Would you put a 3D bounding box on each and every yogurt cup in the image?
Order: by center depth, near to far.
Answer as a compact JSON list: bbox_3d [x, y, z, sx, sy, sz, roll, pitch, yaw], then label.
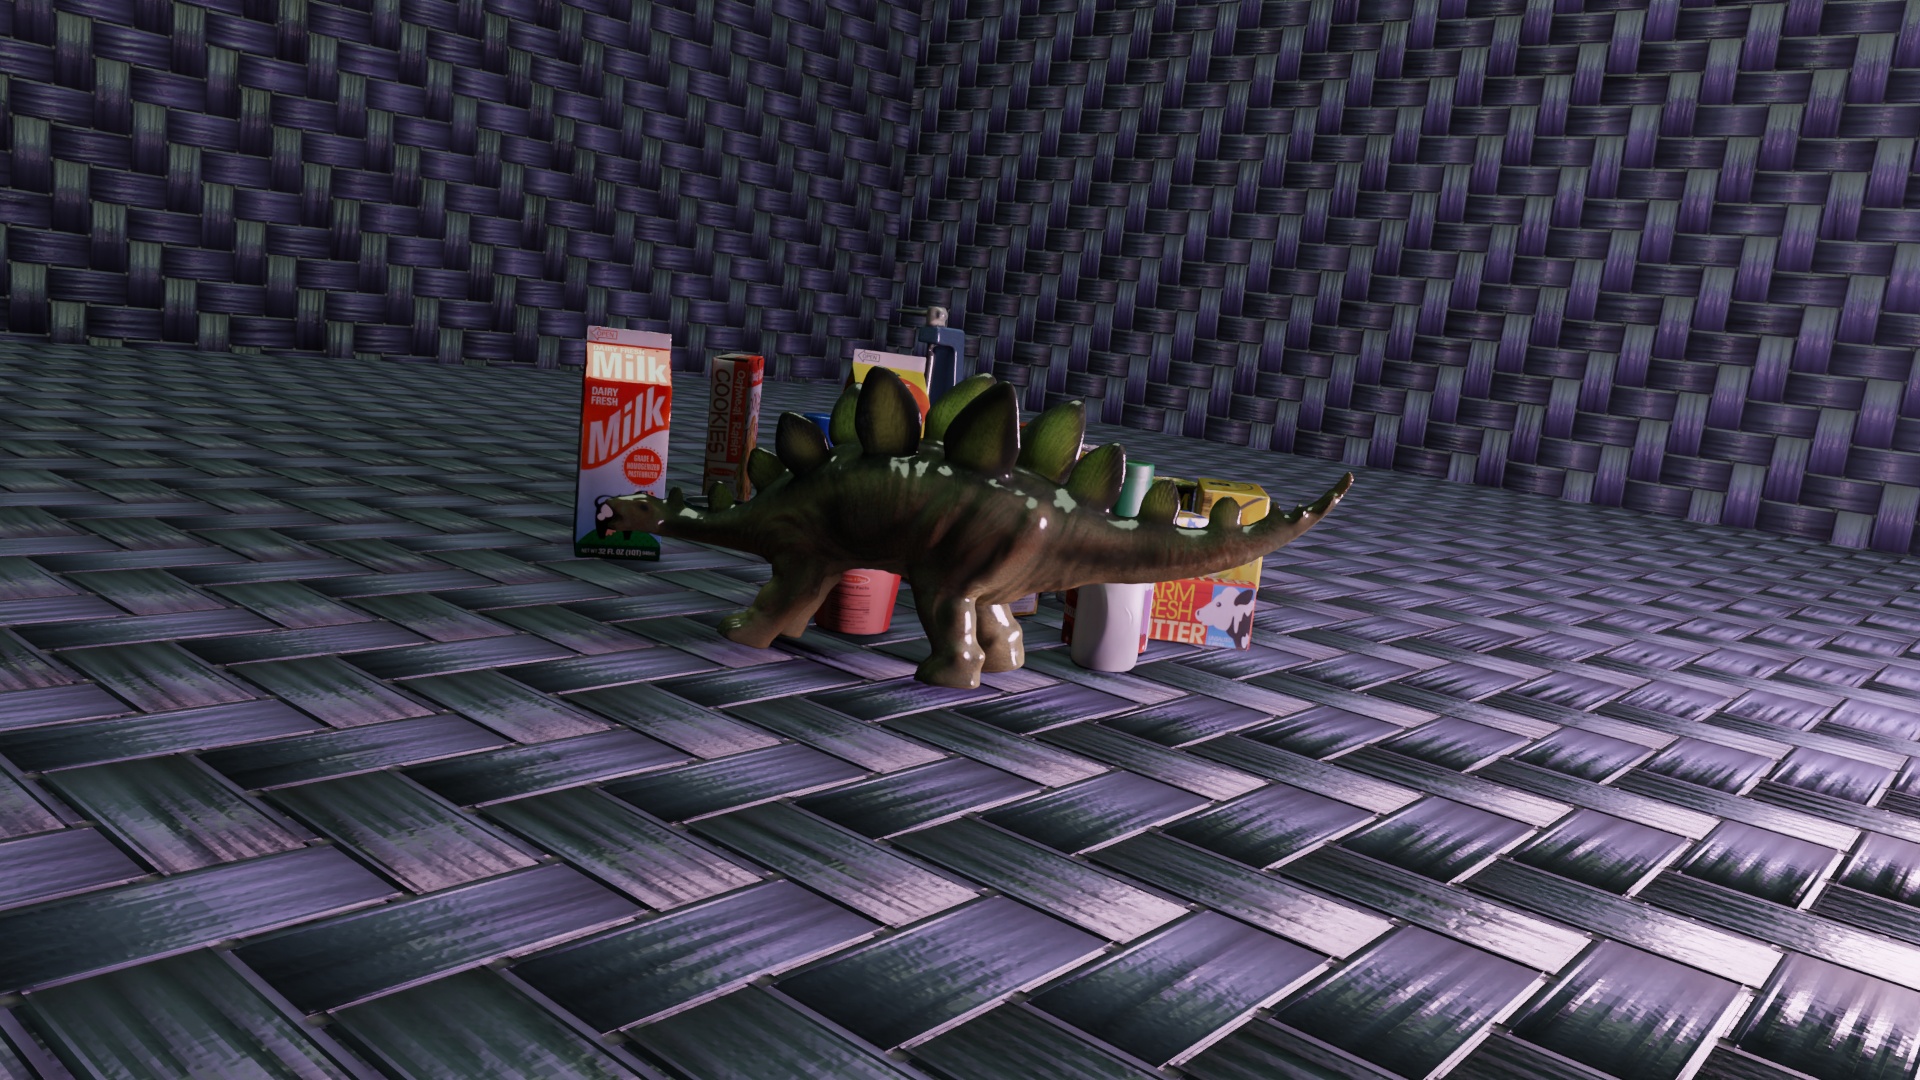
[{"bbox_3d":[-0.077,0.037,1.015,0.072,0.054,0.072,6,9,-1],"label":"yogurt cup"}]

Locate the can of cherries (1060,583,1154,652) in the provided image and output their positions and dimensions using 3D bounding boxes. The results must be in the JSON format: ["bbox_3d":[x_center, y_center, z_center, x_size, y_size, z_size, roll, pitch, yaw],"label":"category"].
[{"bbox_3d":[0.109,0.051,1.048,0.071,0.058,0.071,6,9,-1],"label":"can of cherries"}]

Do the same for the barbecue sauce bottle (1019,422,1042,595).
[{"bbox_3d":[0.059,-0.027,1.209,0.044,0.148,0.065,7,9,4],"label":"barbecue sauce bottle"}]

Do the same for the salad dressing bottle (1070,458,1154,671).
[{"bbox_3d":[0.109,0.016,0.979,0.044,0.147,0.064,4,9,-14],"label":"salad dressing bottle"}]

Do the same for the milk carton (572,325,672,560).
[{"bbox_3d":[-0.288,-0.084,1.181,0.072,0.190,0.073,4,9,-18],"label":"milk carton"}]

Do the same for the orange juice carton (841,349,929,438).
[{"bbox_3d":[-0.076,-0.081,1.312,0.072,0.192,0.073,4,9,-16],"label":"orange juice carton"}]

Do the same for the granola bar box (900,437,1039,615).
[{"bbox_3d":[0.004,-0.015,1.171,0.039,0.124,0.165,-1,11,-40],"label":"granola bar box"}]

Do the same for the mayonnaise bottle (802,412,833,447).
[{"bbox_3d":[-0.110,-0.022,1.061,0.041,0.147,0.065,9,9,14],"label":"mayonnaise bottle"}]

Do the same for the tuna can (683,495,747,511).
[{"bbox_3d":[-0.236,-0.022,1.332,0.071,0.032,0.071,6,9,-1],"label":"tuna can"}]

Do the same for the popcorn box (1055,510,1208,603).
[{"bbox_3d":[0.150,0.015,1.212,0.127,0.085,0.038,2,9,-25],"label":"popcorn box"}]

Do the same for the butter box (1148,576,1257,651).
[{"bbox_3d":[0.179,0.054,1.095,0.103,0.053,0.024,7,8,0],"label":"butter box"}]

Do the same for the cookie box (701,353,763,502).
[{"bbox_3d":[-0.238,-0.111,1.460,0.040,0.167,0.123,6,9,-2],"label":"cookie box"}]
